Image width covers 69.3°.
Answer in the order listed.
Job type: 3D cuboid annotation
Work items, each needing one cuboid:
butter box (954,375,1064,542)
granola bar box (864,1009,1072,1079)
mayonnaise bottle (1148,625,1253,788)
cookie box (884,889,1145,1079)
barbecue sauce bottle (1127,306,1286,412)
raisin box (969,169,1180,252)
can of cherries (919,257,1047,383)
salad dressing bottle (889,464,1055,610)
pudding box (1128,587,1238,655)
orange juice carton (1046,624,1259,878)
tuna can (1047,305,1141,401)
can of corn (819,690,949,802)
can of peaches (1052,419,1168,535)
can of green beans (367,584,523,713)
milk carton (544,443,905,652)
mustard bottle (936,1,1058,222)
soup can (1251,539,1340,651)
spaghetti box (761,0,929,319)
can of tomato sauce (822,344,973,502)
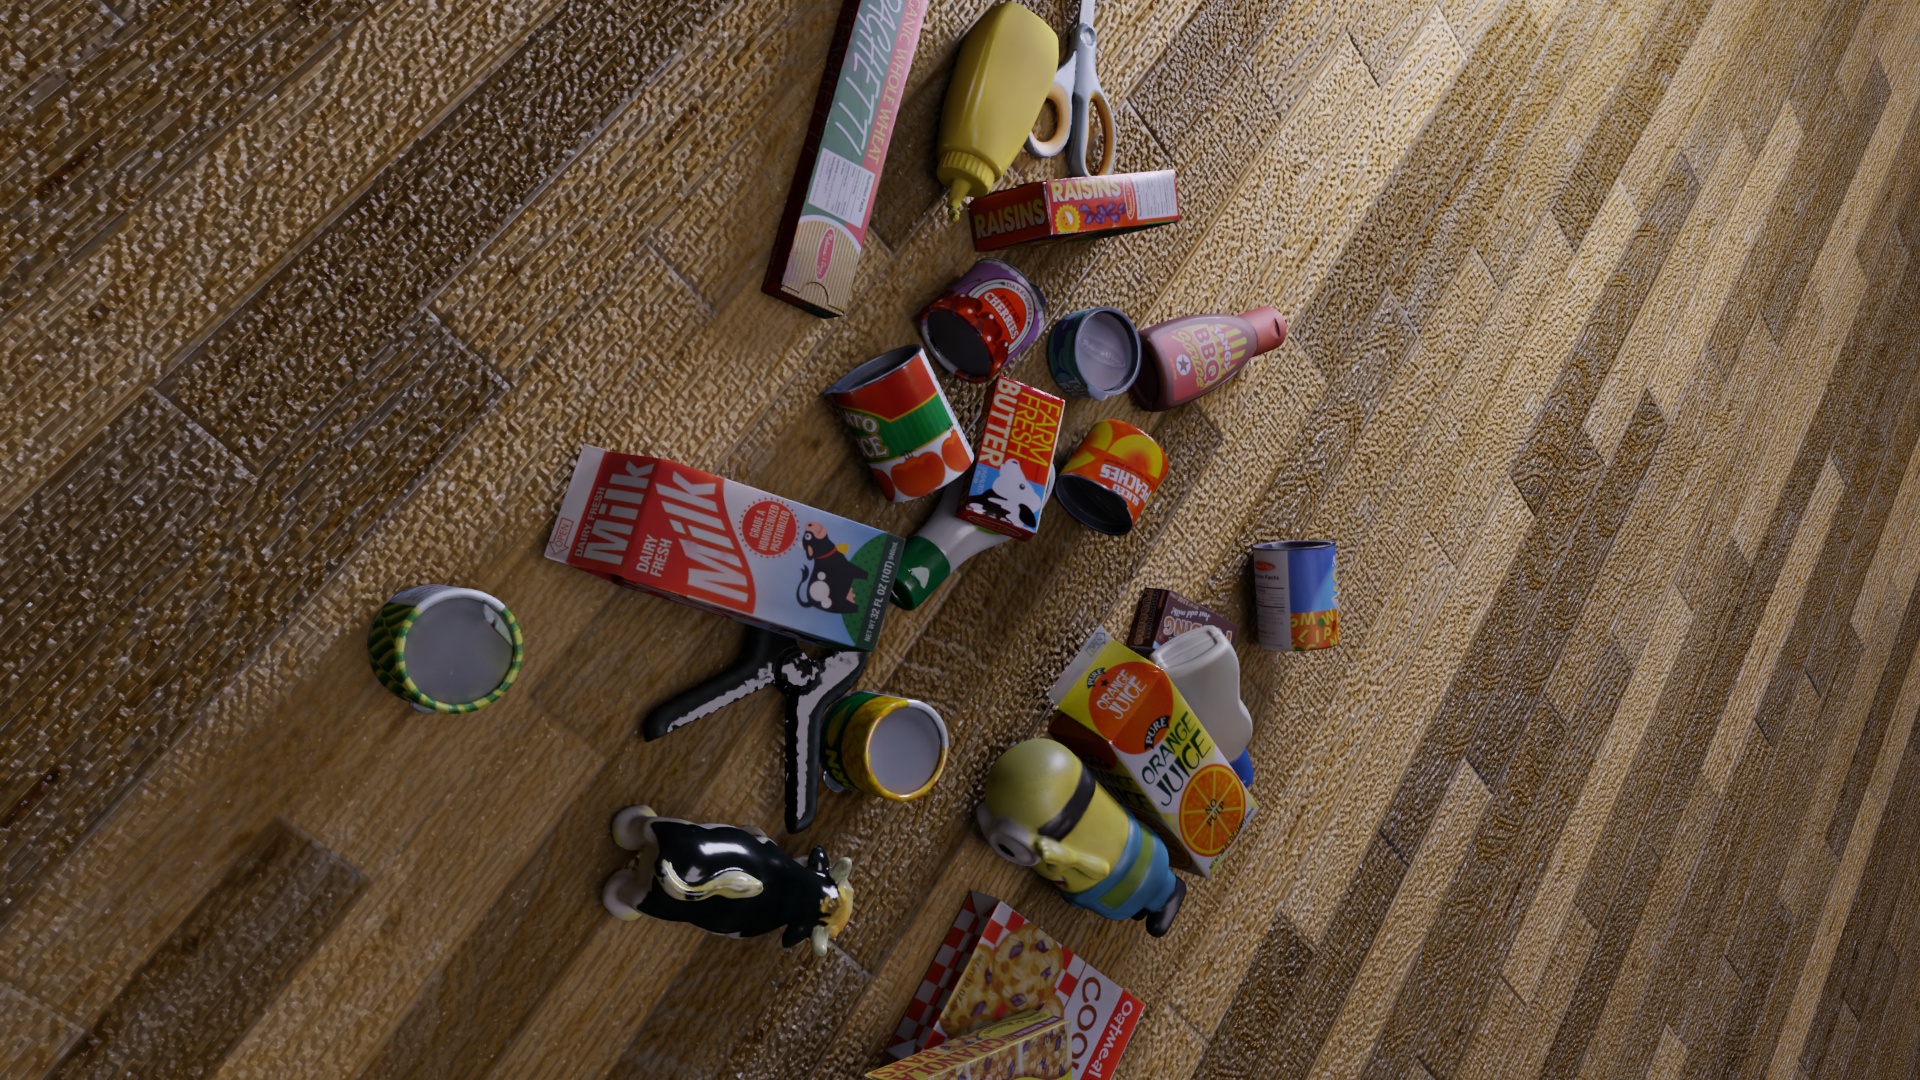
[{"bbox_3d":[0.034,-0.055,0.935,0.053,0.024,0.104,19,68,-14],"label":"butter box"},{"bbox_3d":[0.008,0.382,0.881,0.166,0.039,0.124,2,86,-50],"label":"granola bar box"},{"bbox_3d":[0.192,0.135,1.066,0.065,0.041,0.147,-26,125,-3],"label":"mayonnaise bottle"},{"bbox_3d":[0.043,0.343,0.980,0.167,0.040,0.123,41,67,-27],"label":"cookie box"},{"bbox_3d":[0.194,-0.149,1.086,0.149,0.043,0.064,-23,102,-34],"label":"barbecue sauce bottle"},{"bbox_3d":[0.081,-0.233,0.978,0.124,0.086,0.040,-15,101,-35],"label":"raisin box"},{"bbox_3d":[0.016,-0.149,0.941,0.058,0.071,0.071,-45,114,-27],"label":"can of cherries"},{"bbox_3d":[0.003,-0.012,0.948,0.148,0.044,0.064,-44,108,-27],"label":"salad dressing bottle"},{"bbox_3d":[0.174,0.074,1.080,0.083,0.030,0.050,27,76,-33],"label":"pudding box"},{"bbox_3d":[0.133,0.155,1.024,0.072,0.073,0.192,-47,115,-25],"label":"orange juice carton"},{"bbox_3d":[0.098,-0.136,1.023,0.071,0.033,0.071,0,90,-36],"label":"tuna can"},{"bbox_3d":[-0.051,0.135,0.900,0.071,0.058,0.071,0,90,-36],"label":"can of corn"},{"bbox_3d":[0.111,-0.046,1.010,0.071,0.071,0.058,48,63,-26],"label":"can of peaches"},{"bbox_3d":[-0.274,0.057,0.740,0.071,0.058,0.071,0,91,-36],"label":"can of green beans"},{"bbox_3d":[-0.138,0.006,0.813,0.190,0.073,0.072,19,79,-16],"label":"milk carton"},{"bbox_3d":[0.016,-0.289,0.955,0.065,0.049,0.160,29,75,-30],"label":"mustard bottle"},{"bbox_3d":[0.276,0.044,1.130,0.071,0.071,0.083,-7,95,-36],"label":"soup can"},{"bbox_3d":[-0.071,-0.268,0.904,0.050,0.028,0.250,21,78,-34],"label":"spaghetti box"},{"bbox_3d":[-0.039,-0.075,0.905,0.071,0.071,0.083,-38,112,-30],"label":"can of tomato sauce"}]
